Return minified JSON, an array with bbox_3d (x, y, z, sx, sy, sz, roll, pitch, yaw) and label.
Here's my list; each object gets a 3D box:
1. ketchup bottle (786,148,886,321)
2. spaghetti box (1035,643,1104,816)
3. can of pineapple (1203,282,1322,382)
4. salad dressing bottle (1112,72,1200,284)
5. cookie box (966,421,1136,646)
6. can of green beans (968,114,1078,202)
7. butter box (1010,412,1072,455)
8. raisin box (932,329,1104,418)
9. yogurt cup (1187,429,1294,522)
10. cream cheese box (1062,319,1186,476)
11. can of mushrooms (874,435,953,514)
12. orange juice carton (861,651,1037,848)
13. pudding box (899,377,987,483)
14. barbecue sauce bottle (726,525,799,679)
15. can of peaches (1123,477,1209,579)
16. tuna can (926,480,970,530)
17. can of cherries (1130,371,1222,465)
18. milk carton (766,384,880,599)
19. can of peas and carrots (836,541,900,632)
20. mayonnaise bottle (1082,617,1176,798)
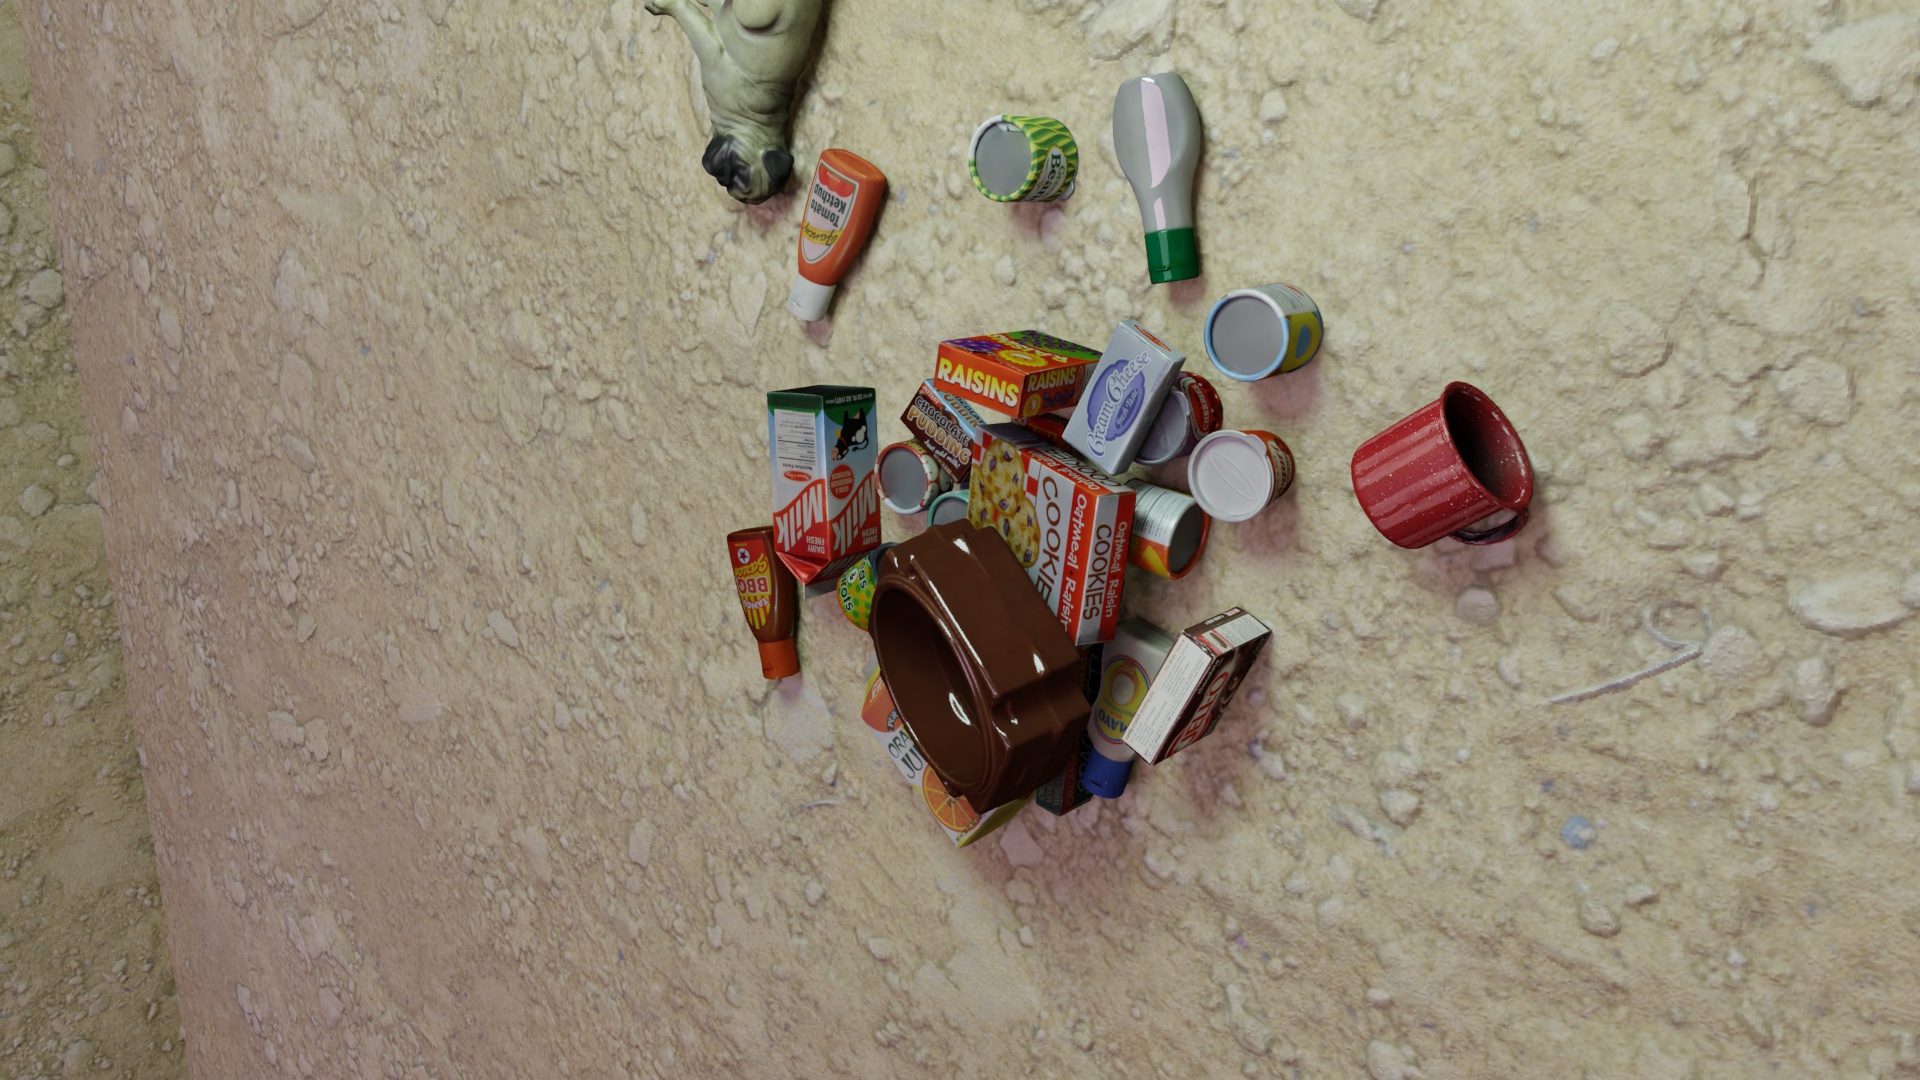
[{"bbox_3d":[-0.115,-0.267,1.232,0.065,0.044,0.148,38,123,25],"label":"ketchup bottle"},{"bbox_3d":[0.097,0.107,1.149,0.029,0.050,0.249,18,112,37],"label":"spaghetti box"},{"bbox_3d":[0.214,-0.146,0.987,0.071,0.058,0.070,11,108,36],"label":"can of pineapple"},{"bbox_3d":[0.148,-0.264,1.022,0.064,0.044,0.147,-1,101,37],"label":"salad dressing bottle"},{"bbox_3d":[0.066,-0.008,1.085,0.168,0.040,0.122,35,126,51],"label":"cookie box"},{"bbox_3d":[0.048,-0.297,1.083,0.071,0.058,0.071,11,108,36],"label":"can of green beans"},{"bbox_3d":[0.061,-0.056,1.154,0.053,0.024,0.103,24,115,33],"label":"butter box"},{"bbox_3d":[0.050,-0.132,1.080,0.086,0.124,0.040,25,116,32],"label":"raisin box"},{"bbox_3d":[0.209,-0.051,1.018,0.072,0.054,0.072,11,108,37],"label":"yogurt cup"},{"bbox_3d":[0.119,-0.104,1.019,0.053,0.024,0.103,41,123,26],"label":"cream cheese box"},{"bbox_3d":[-0.042,-0.059,1.231,0.071,0.033,0.071,11,108,37],"label":"can of mushrooms"},{"bbox_3d":[-0.019,0.169,1.242,0.193,0.073,0.071,51,130,18],"label":"orange juice carton"},{"bbox_3d":[-0.008,-0.095,1.196,0.084,0.030,0.049,50,125,18],"label":"pudding box"},{"bbox_3d":[-0.189,0.061,1.371,0.065,0.044,0.148,-4,99,38],"label":"barbecue sauce bottle"},{"bbox_3d":[0.152,-0.008,1.069,0.058,0.071,0.071,20,113,33],"label":"can of peaches"},{"bbox_3d":[0.004,-0.015,1.204,0.071,0.033,0.071,11,108,36],"label":"tuna can"},{"bbox_3d":[0.157,-0.093,1.046,0.071,0.058,0.071,10,106,37],"label":"can of cherries"},{"bbox_3d":[-0.124,-0.044,1.275,0.073,0.072,0.190,8,105,37],"label":"milk carton"},{"bbox_3d":[-0.072,0.042,1.255,0.058,0.071,0.071,-35,79,39],"label":"can of peas and carrots"},{"bbox_3d":[0.135,0.140,1.132,0.065,0.041,0.147,27,116,29],"label":"mayonnaise bottle"}]
